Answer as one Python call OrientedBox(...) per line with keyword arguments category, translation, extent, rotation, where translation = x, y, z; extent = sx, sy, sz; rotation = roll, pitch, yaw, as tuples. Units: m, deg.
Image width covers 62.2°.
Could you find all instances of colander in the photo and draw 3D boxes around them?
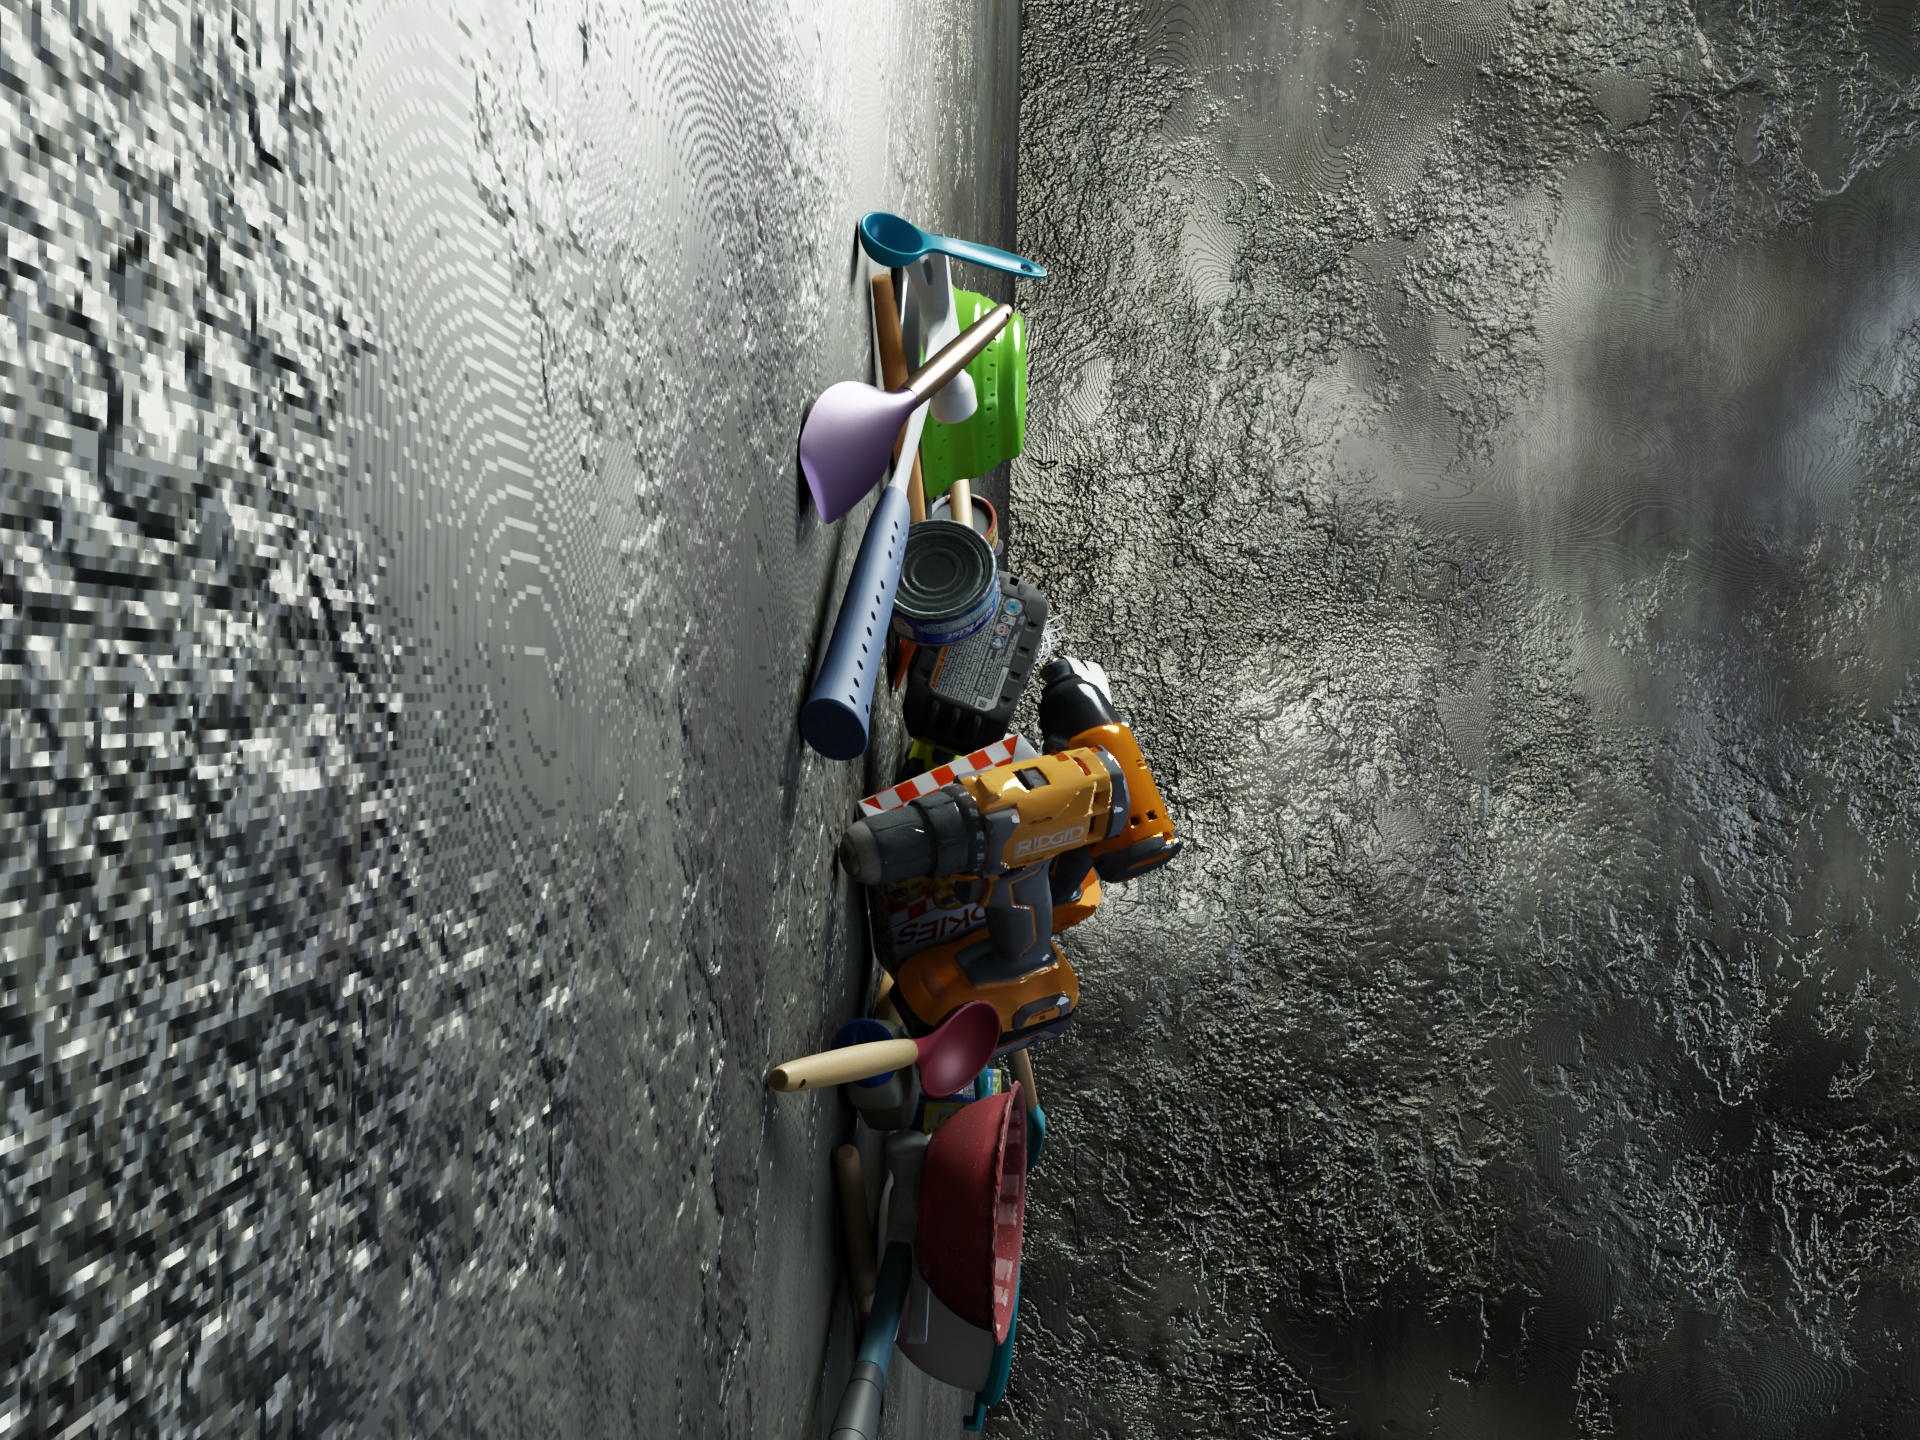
OrientedBox(category="colander", translation=(0.004, -0.186, 1.266), extent=(0.205, 0.094, 0.396), rotation=(-81, 171, -62))

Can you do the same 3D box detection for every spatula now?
OrientedBox(category="spatula", translation=(-0.023, -0.194, 0.912), extent=(0.316, 0.018, 0.059), rotation=(-55, 132, -55))
OrientedBox(category="spatula", translation=(0.046, 0.324, 1.380), extent=(0.317, 0.044, 0.082), rotation=(78, 13, -54))
OrientedBox(category="spatula", translation=(-0.044, -0.164, 1.131), extent=(0.081, 0.041, 0.322), rotation=(-84, 170, -49))

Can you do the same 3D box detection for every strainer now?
OrientedBox(category="strainer", translation=(-0.017, 0.350, 1.230), extent=(0.341, 0.095, 0.210), rotation=(-93, -171, -48))

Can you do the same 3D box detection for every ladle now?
OrientedBox(category="ladle", translation=(-0.038, 0.189, 0.890), extent=(0.069, 0.031, 0.315), rotation=(-64, 161, 0))

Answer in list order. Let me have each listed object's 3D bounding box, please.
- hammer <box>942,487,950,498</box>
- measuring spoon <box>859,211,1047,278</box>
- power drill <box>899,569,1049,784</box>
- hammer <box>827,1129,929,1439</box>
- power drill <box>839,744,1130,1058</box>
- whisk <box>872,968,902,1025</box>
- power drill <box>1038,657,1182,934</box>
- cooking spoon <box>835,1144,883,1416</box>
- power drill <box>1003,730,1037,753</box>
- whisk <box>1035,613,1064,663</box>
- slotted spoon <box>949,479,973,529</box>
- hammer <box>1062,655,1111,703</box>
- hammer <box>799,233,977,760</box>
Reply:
OrientedBox(category="hammer", translation=(-0.006, -0.117, 1.568), extent=(0.143, 0.038, 0.386), rotation=(-78, 169, -75))
OrientedBox(category="measuring spoon", translation=(-0.006, -0.286, 0.991), extent=(0.021, 0.128, 0.042), rotation=(-58, -144, 42))
OrientedBox(category="power drill", translation=(-0.002, -0.004, 1.190), extent=(0.223, 0.080, 0.171), rotation=(107, 2, -68))
OrientedBox(category="hammer", translation=(-0.057, 0.390, 0.918), extent=(0.331, 0.033, 0.128), rotation=(-69, 160, -65))
OrientedBox(category="power drill", translation=(0.006, 0.125, 1.027), extent=(0.084, 0.185, 0.226), rotation=(53, -34, 42))
OrientedBox(category="whisk", translation=(-0.037, 0.163, 1.207), extent=(0.245, 0.051, 0.047), rotation=(-77, 174, -56))
OrientedBox(category="power drill", translation=(0.073, 0.063, 1.181), extent=(0.164, 0.084, 0.226), rotation=(68, -24, 17))
OrientedBox(category="cooking spoon", translation=(-0.064, 0.376, 1.062), extent=(0.069, 0.017, 0.318), rotation=(-97, -176, -47))
OrientedBox(category="power drill", translation=(0.007, 0.121, 1.349), extent=(0.143, 0.078, 0.220), rotation=(133, -34, -62))
OrientedBox(category="whisk", translation=(0.025, -0.066, 1.497), extent=(0.284, 0.070, 0.070), rotation=(-28, 122, -61))
OrientedBox(category="slotted spoon", translation=(0.000, -0.197, 1.393), extent=(0.070, 0.031, 0.314), rotation=(90, -3, -68))
OrientedBox(category="hammer", translation=(0.044, 0.134, 1.419), extent=(0.146, 0.038, 0.410), rotation=(-95, -156, -52))
OrientedBox(category="hammer", translation=(-0.039, -0.140, 0.942), extent=(0.406, 0.035, 0.143), rotation=(-79, 164, -45))
